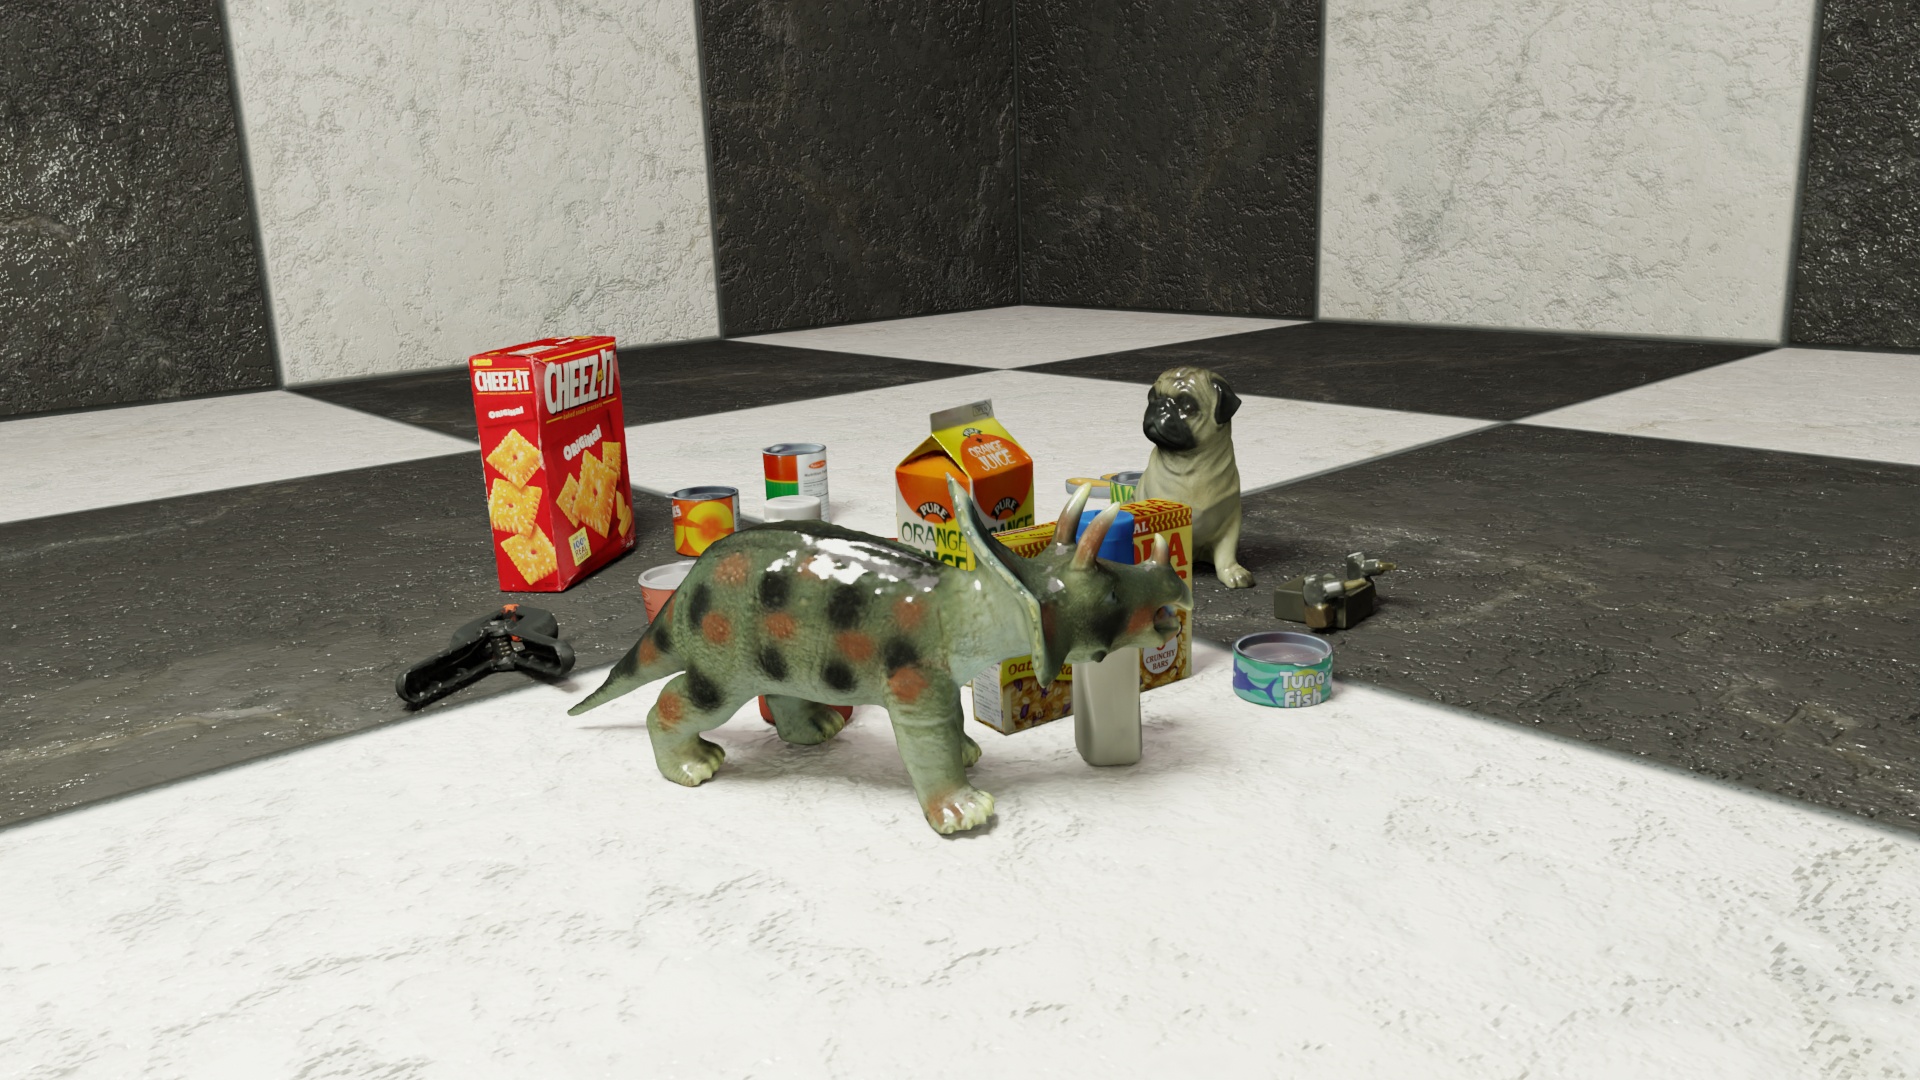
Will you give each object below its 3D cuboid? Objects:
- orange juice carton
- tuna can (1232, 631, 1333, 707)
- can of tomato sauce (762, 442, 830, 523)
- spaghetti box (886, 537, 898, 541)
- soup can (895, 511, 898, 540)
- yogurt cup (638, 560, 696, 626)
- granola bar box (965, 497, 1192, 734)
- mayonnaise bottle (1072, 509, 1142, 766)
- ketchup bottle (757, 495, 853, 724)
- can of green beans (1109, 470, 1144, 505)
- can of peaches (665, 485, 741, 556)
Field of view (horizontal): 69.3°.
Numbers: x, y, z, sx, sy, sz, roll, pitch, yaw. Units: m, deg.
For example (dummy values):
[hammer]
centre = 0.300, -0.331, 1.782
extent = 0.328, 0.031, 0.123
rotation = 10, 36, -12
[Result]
[orange juice carton]
centre = 0.004, -0.001, 0.984
extent = 0.073, 0.192, 0.072
rotation = 9, 18, 39
[tuna can]
centre = 0.217, 0.087, 0.930
extent = 0.071, 0.032, 0.071
rotation = -2, 14, 1
[can of tomato sauce]
centre = -0.171, -0.056, 1.444
extent = 0.071, 0.083, 0.071
rotation = -2, 14, 1
[spaghetti box]
centre = -0.095, 0.050, 1.086
extent = 0.028, 0.050, 0.251
rotation = 3, 15, 20
[soup can]
centre = -0.015, 0.017, 1.137
extent = 0.071, 0.083, 0.071
rotation = -2, 14, 1
[yogurt cup]
centre = -0.216, 0.051, 1.091
extent = 0.072, 0.053, 0.072
rotation = -2, 14, 1
[granola bar box]
centre = 0.082, 0.046, 0.923
extent = 0.166, 0.124, 0.039
rotation = -12, 17, -34
[mayonnaise bottle]
centre = 0.087, 0.057, 0.834
extent = 0.041, 0.147, 0.065
rotation = -3, 14, -2
[ketchup bottle]
centre = -0.105, 0.047, 0.901
extent = 0.065, 0.148, 0.044
rotation = 5, 16, 28
[can of green beans]
centre = 0.179, -0.033, 1.355
extent = 0.071, 0.057, 0.071
rotation = -2, 14, 1
[can of peaches]
centre = -0.251, -0.019, 1.364
extent = 0.071, 0.058, 0.071
rotation = -2, 14, 1
